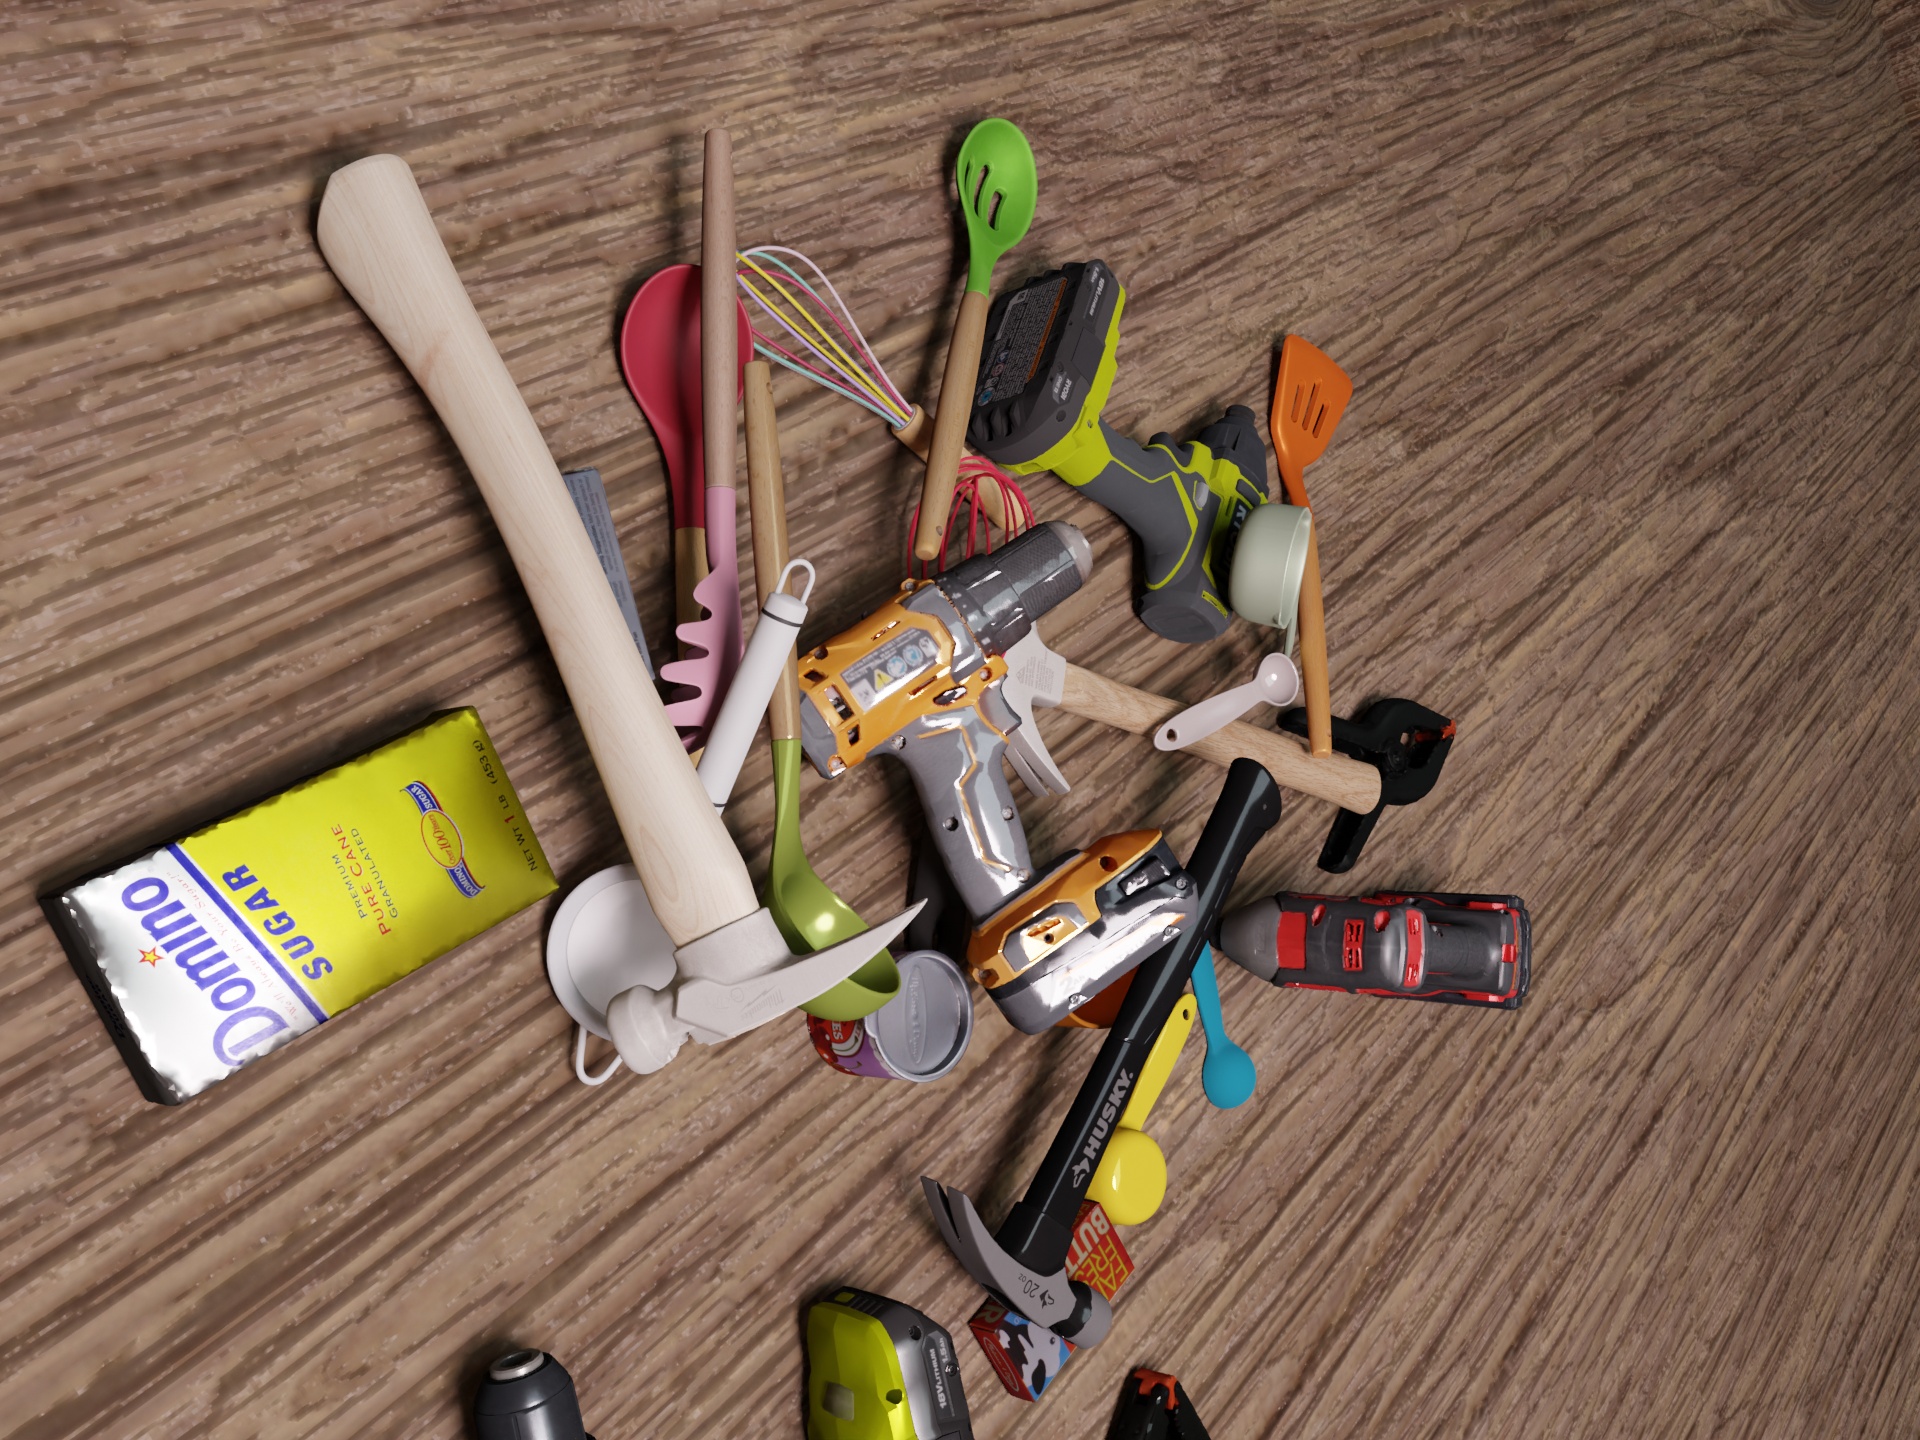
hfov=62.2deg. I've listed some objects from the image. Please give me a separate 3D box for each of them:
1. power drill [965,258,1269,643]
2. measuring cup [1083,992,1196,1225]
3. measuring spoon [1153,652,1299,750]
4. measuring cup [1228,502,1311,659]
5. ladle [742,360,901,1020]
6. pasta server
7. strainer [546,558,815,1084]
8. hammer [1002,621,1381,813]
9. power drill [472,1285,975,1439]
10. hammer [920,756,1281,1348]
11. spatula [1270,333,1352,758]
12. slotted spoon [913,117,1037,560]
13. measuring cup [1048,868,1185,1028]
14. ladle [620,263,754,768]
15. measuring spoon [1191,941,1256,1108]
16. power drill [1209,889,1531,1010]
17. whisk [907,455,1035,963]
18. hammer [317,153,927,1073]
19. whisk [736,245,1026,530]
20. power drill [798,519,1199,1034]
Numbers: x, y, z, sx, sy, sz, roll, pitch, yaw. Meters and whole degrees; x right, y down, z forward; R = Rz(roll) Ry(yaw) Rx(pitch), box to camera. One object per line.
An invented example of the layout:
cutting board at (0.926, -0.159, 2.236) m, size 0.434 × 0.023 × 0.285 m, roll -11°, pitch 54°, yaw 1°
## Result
power drill at (0.110, -0.175, 0.997) m, size 0.223 × 0.080 × 0.171 m, roll 36°, pitch 62°, yaw -36°
measuring cup at (0.119, 0.232, 0.964) m, size 0.062 × 0.029 × 0.157 m, roll 46°, pitch 58°, yaw -26°
measuring spoon at (0.164, -0.009, 0.998) m, size 0.124 × 0.018 × 0.034 m, roll -25°, pitch 97°, yaw -29°
measuring cup at (0.197, -0.076, 1.022) m, size 0.167 × 0.038 × 0.083 m, roll 72°, pitch 35°, yaw -60°
ladle at (-0.074, -0.018, 0.757) m, size 0.078 × 0.062 × 0.320 m, roll 13°, pitch 71°, yaw -69°
pasta server at (-0.124, -0.137, 0.768) m, size 0.040 × 0.060 × 0.316 m, roll -1°, pitch 81°, yaw -6°
strainer at (-0.119, 0.045, 0.727) m, size 0.087 × 0.050 × 0.258 m, roll 23°, pitch 100°, yaw -7°
hammer at (0.148, 0.009, 1.009) m, size 0.331 × 0.031 × 0.130 m, roll 18°, pitch 73°, yaw -32°
power drill at (-0.107, 0.348, 0.719) m, size 0.228 × 0.080 × 0.190 m, roll -12°, pitch 91°, yaw -39°
hammer at (0.096, 0.165, 0.882) m, size 0.146 × 0.035 × 0.335 m, roll 44°, pitch 66°, yaw -34°
spatula at (0.247, -0.122, 1.106) m, size 0.081 × 0.041 × 0.323 m, roll 25°, pitch 54°, yaw -36°
slotted spoon at (0.003, -0.223, 0.912) m, size 0.070 × 0.031 × 0.314 m, roll 37°, pitch 51°, yaw -40°
measuring cup at (0.091, 0.119, 0.946) m, size 0.173 × 0.052 × 0.095 m, roll -27°, pitch 101°, yaw -42°
ladle at (-0.133, -0.070, 0.797) m, size 0.069 × 0.031 × 0.315 m, roll -1°, pitch 86°, yaw -25°
measuring spoon at (0.167, 0.186, 1.019) m, size 0.042 × 0.021 × 0.128 m, roll -15°, pitch 94°, yaw -42°
power drill at (0.273, 0.148, 1.049) m, size 0.219 × 0.143 × 0.078 m, roll 10°, pitch 80°, yaw -46°
whisk at (-0.001, -0.003, 0.884) m, size 0.073 × 0.073 × 0.296 m, roll 11°, pitch 82°, yaw -40°
hammer at (-0.162, -0.060, 0.691) m, size 0.410 × 0.146 × 0.038 m, roll 64°, pitch 9°, yaw 1°
whisk at (-0.045, -0.179, 0.883) m, size 0.244 × 0.047 × 0.051 m, roll 38°, pitch 59°, yaw -34°
power drill at (0.033, 0.023, 0.825) m, size 0.185 × 0.084 × 0.226 m, roll -34°, pitch 91°, yaw -8°
